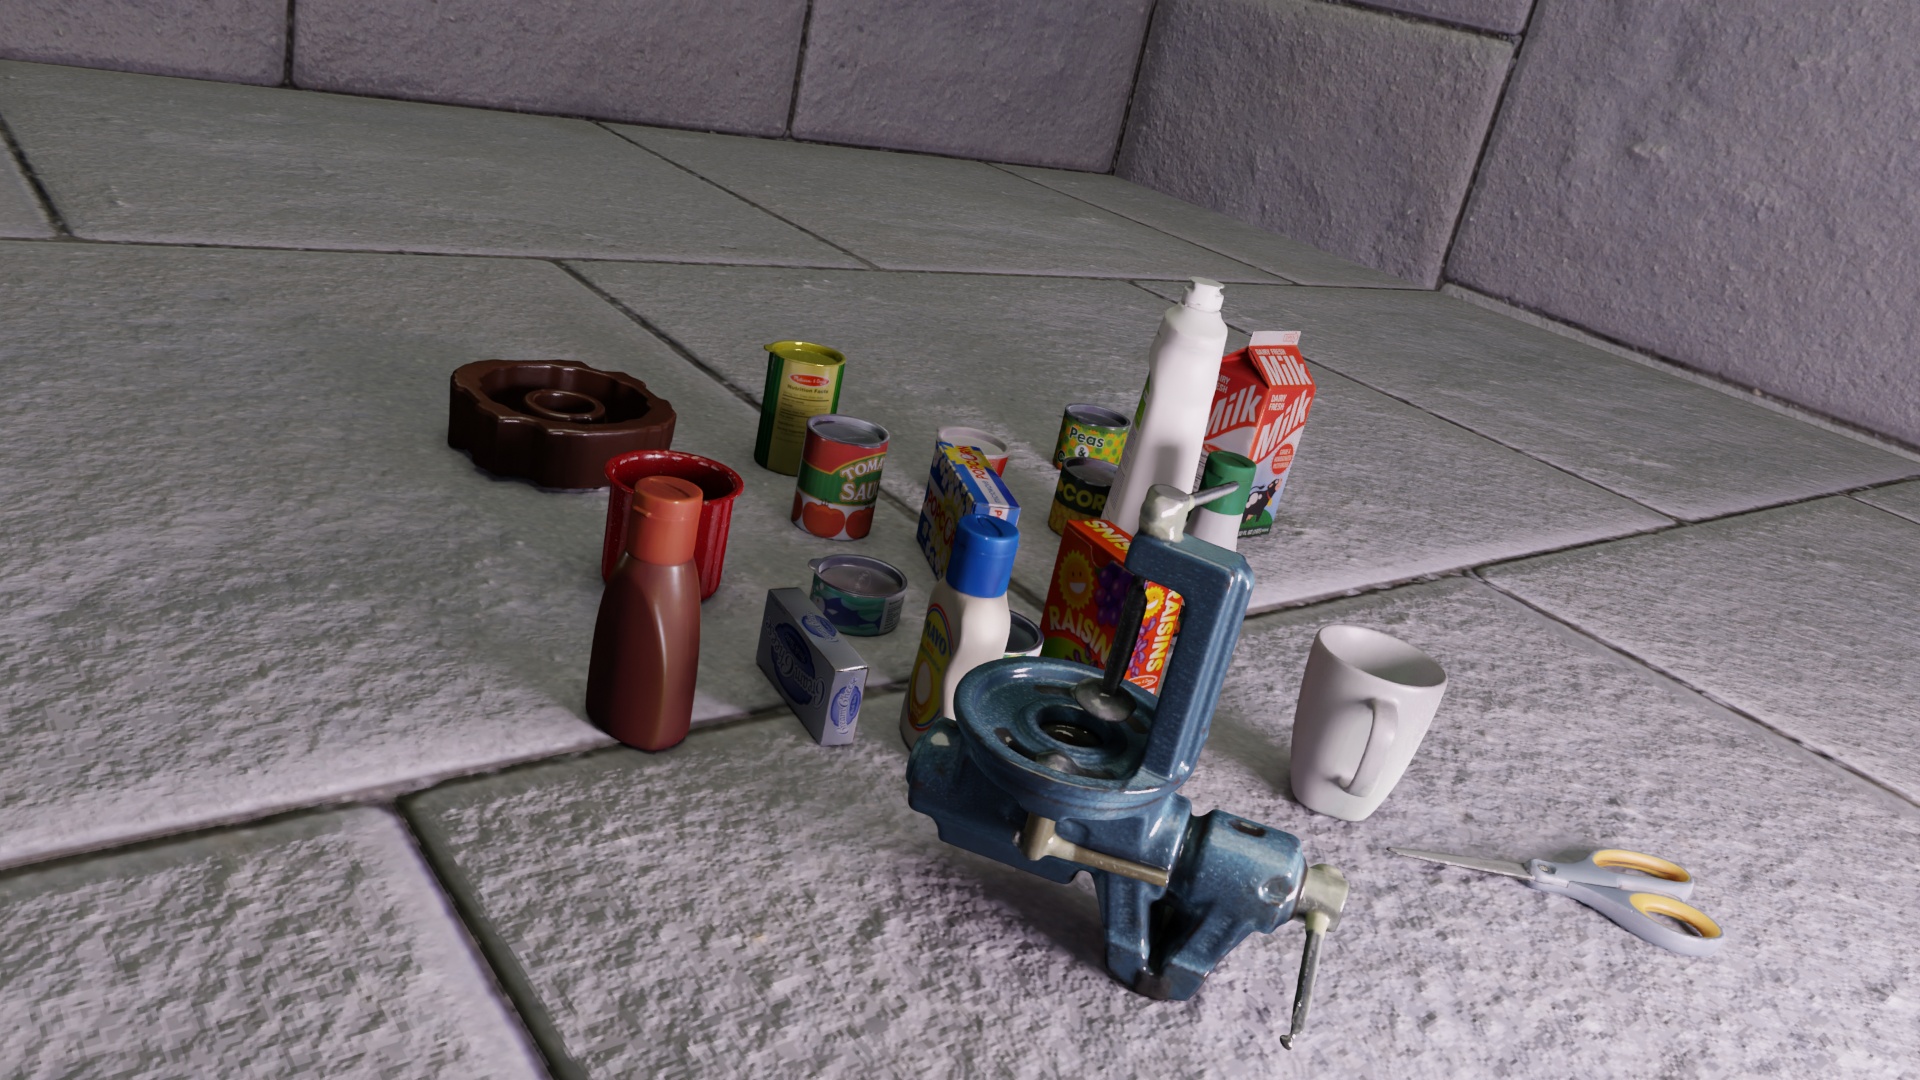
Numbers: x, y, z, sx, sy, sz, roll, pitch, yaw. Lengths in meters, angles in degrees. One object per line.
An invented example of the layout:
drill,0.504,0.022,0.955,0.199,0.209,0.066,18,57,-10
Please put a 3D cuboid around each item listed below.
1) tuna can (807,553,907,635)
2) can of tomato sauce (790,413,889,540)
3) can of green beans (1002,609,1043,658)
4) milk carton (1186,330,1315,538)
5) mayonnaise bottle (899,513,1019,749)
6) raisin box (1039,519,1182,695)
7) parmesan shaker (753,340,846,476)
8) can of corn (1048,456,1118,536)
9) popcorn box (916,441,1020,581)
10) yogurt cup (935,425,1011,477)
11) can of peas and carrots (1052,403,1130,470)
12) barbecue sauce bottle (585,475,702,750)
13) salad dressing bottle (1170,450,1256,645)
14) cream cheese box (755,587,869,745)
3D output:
tuna can,-0.075,0.037,0.973,0.071,0.032,0.071,11,22,-4
can of tomato sauce,-0.095,-0.050,1.103,0.071,0.082,0.071,11,22,-4
can of green beans,0.015,0.080,0.885,0.071,0.057,0.071,11,22,-4
milk carton,0.264,-0.102,1.280,0.072,0.189,0.073,-7,29,-41
mayonnaise bottle,0.001,0.058,0.812,0.041,0.147,0.065,1,24,-26
raisin box,0.091,0.059,0.891,0.040,0.123,0.086,-3,27,-34
parmesan shaker,-0.143,-0.115,1.207,0.071,0.102,0.071,11,22,-4
can of corn,0.114,-0.033,1.209,0.071,0.058,0.071,11,22,-4
popcorn box,0.004,-0.013,1.067,0.038,0.085,0.127,6,23,-17
yogurt cup,0.007,-0.064,1.230,0.072,0.053,0.073,11,22,-4
can of peas and carrots,0.128,-0.096,1.365,0.071,0.058,0.071,11,22,-4
barbecue sauce bottle,-0.170,0.039,0.765,0.065,0.148,0.044,25,25,28
salad dressing bottle,0.182,0.007,1.032,0.044,0.147,0.064,-6,28,-39
cream cheese box,-0.091,0.075,0.846,0.024,0.053,0.104,-2,26,-32
